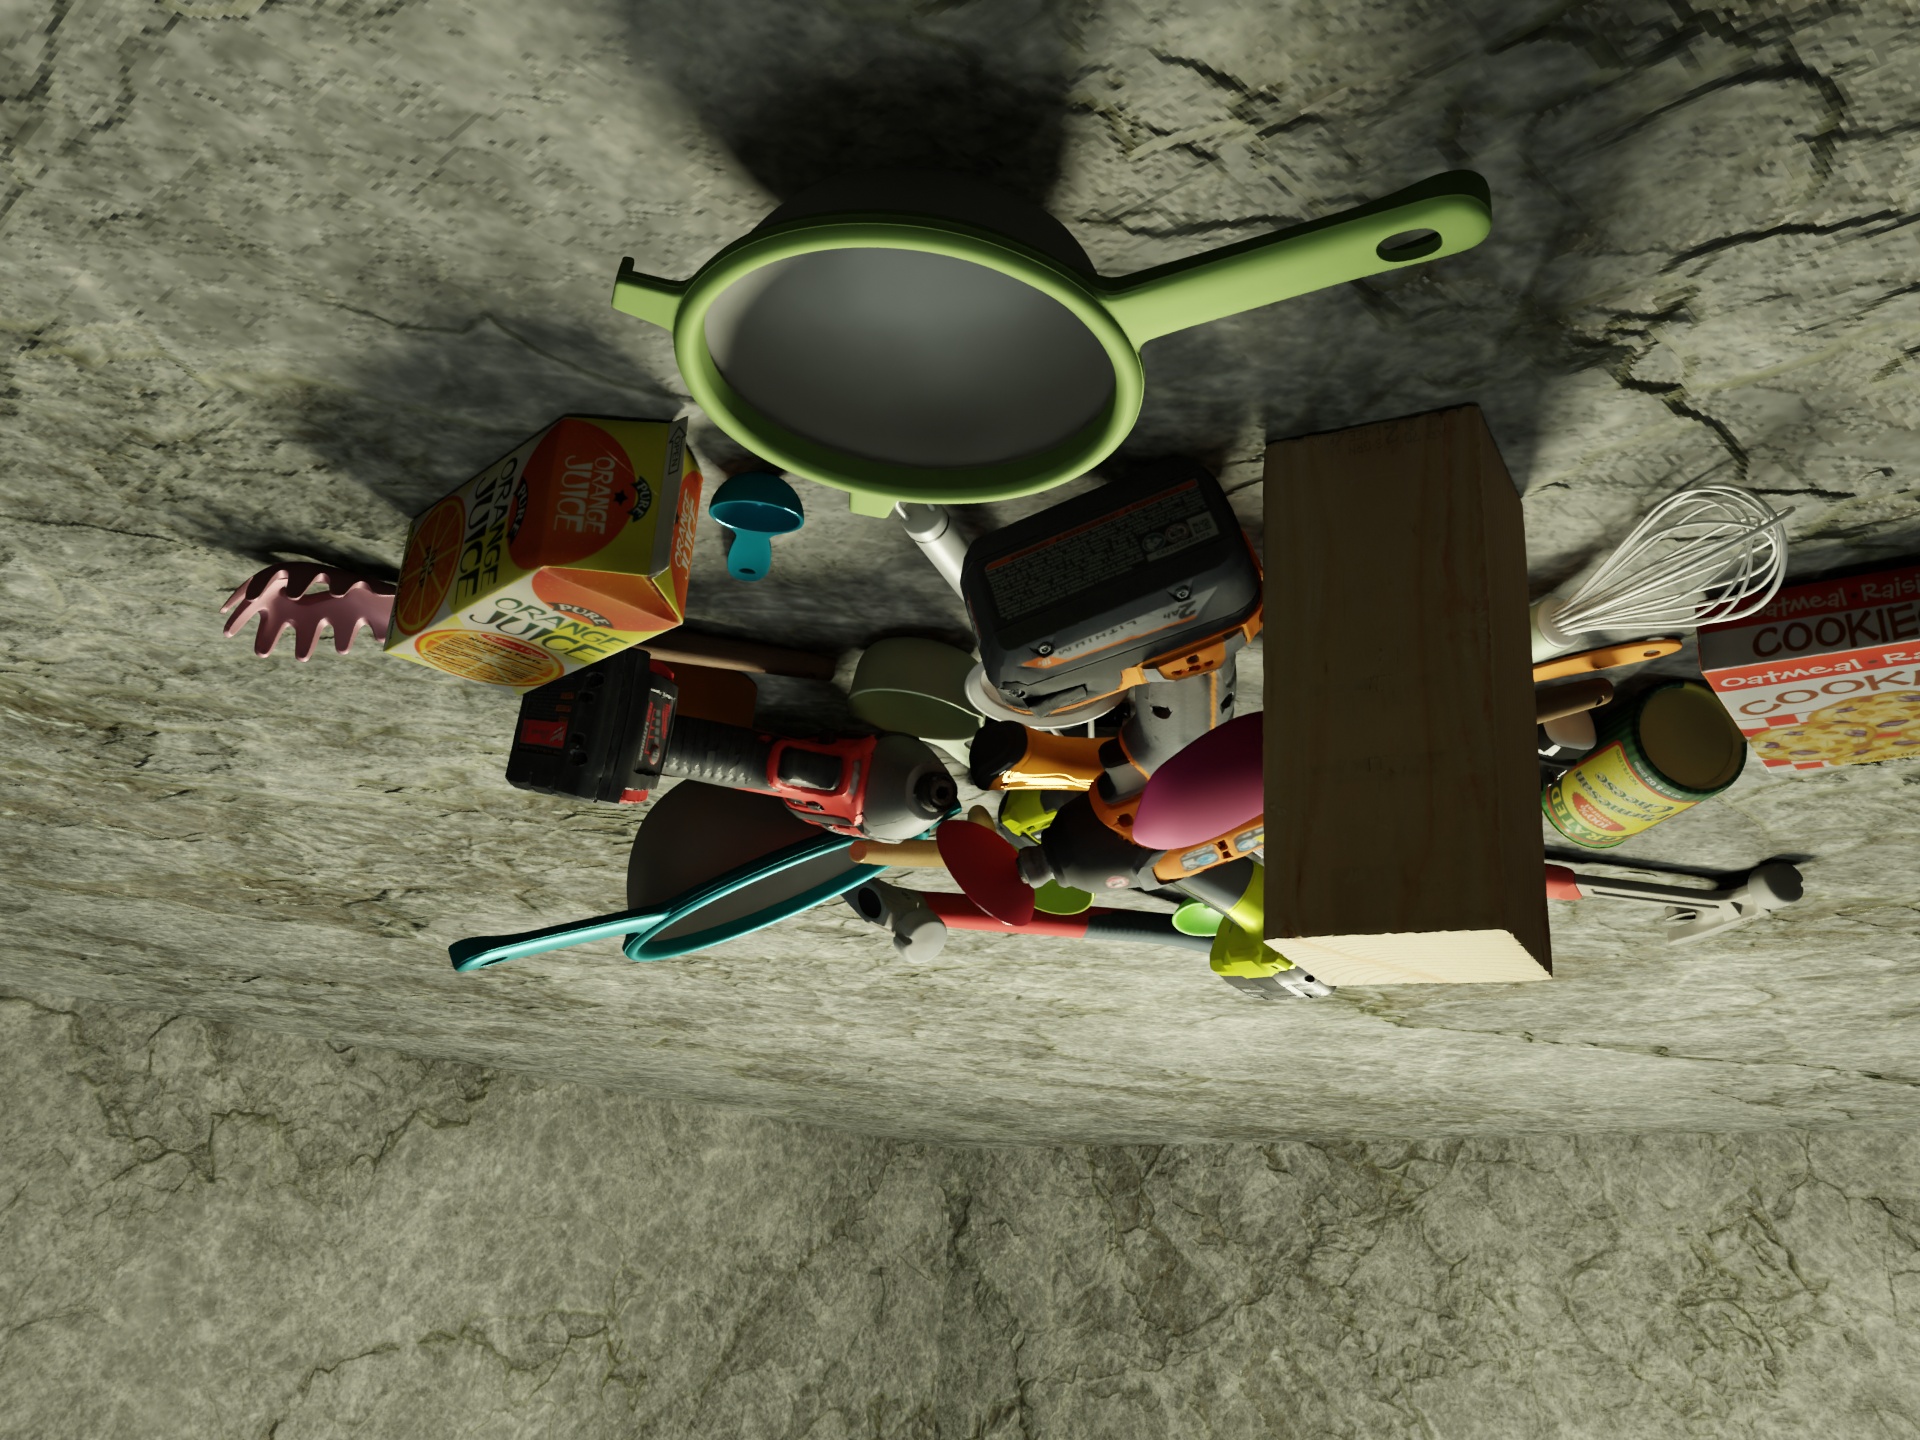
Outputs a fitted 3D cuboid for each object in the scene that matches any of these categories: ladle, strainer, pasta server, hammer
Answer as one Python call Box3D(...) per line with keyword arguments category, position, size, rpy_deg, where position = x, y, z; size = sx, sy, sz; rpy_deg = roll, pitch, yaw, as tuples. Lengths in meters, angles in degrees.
Box3D(category="ladle", position=(0.010, 0.102, 1.070), size=(0.078, 0.062, 0.320), rpy_deg=(4, 177, 27))
Box3D(category="strainer", position=(0.031, -0.142, 0.492), size=(0.256, 0.069, 0.151), rpy_deg=(-9, 154, 29))
Box3D(category="ladle", position=(0.014, 0.071, 0.947), size=(0.069, 0.031, 0.315), rpy_deg=(46, -179, -2))
Box3D(category="pasta server", position=(-0.223, -0.044, 0.852), size=(0.316, 0.040, 0.060), rpy_deg=(8, 148, -14))
Box3D(category="strainer", position=(-0.174, 0.079, 0.985), size=(0.211, 0.095, 0.340), rpy_deg=(-33, 164, 38))
Box3D(category="strainer", position=(0.022, -0.050, 0.766), size=(0.087, 0.050, 0.258), rpy_deg=(-12, 156, 17))
Box3D(category="hammer", position=(0.075, 0.153, 1.281), size=(0.386, 0.038, 0.143), rpy_deg=(10, -162, -38))
Box3D(category="hammer", position=(0.411, 0.117, 1.162), size=(0.359, 0.037, 0.149), rpy_deg=(7, 159, -10))
Box3D(category="hammer", position=(0.168, 0.027, 0.869), size=(0.336, 0.034, 0.127), rpy_deg=(1, 150, -15))

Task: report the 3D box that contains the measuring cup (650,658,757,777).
Box3D(category="measuring cup", position=(-0.198, 0.010, 0.967), size=(0.173, 0.052, 0.095), rpy_deg=(-16, 152, 38))

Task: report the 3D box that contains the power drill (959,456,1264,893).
Box3D(category="power drill", position=(0.078, 0.001, 0.731), size=(0.164, 0.084, 0.226), rpy_deg=(-22, 139, 8))

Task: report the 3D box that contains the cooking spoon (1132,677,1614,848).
Box3D(category="cooking spoon", position=(0.205, 0.010, 0.741), size=(0.318, 0.017, 0.068), rpy_deg=(-12, 130, -33))

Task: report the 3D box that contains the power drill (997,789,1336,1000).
Box3D(category="power drill", position=(0.134, 0.094, 1.028), size=(0.223, 0.080, 0.171), rpy_deg=(31, 162, -9))

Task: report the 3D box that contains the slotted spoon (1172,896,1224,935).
Box3D(category="slotted spoon", position=(0.241, 0.124, 1.121), size=(0.070, 0.031, 0.314), rpy_deg=(11, 165, -19))

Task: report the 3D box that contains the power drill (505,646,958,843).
Box3D(category="power drill", position=(-0.112, 0.020, 0.839), size=(0.219, 0.078, 0.143), rpy_deg=(14, 174, -32))

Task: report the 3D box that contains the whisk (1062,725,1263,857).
Box3D(category="whisk", position=(0.184, 0.069, 0.934), size=(0.284, 0.070, 0.070), rpy_deg=(26, 155, -10))

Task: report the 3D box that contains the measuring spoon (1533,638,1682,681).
Box3D(category="measuring spoon", position=(0.318, -0.024, 0.832), size=(0.117, 0.011, 0.021), rpy_deg=(-15, 152, 42))

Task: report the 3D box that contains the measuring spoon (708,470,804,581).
Box3D(category="measuring spoon", position=(-0.097, -0.090, 0.742), size=(0.042, 0.021, 0.128), rpy_deg=(7, 169, -9))

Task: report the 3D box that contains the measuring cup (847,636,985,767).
Box3D(category="measuring cup", position=(-0.001, -0.003, 0.909), size=(0.083, 0.038, 0.167), rpy_deg=(1, 160, 29))

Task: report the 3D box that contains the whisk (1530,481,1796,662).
Box3D(category="whisk", position=(0.282, -0.048, 0.734), size=(0.059, 0.058, 0.246), rpy_deg=(-27, 176, -23))
